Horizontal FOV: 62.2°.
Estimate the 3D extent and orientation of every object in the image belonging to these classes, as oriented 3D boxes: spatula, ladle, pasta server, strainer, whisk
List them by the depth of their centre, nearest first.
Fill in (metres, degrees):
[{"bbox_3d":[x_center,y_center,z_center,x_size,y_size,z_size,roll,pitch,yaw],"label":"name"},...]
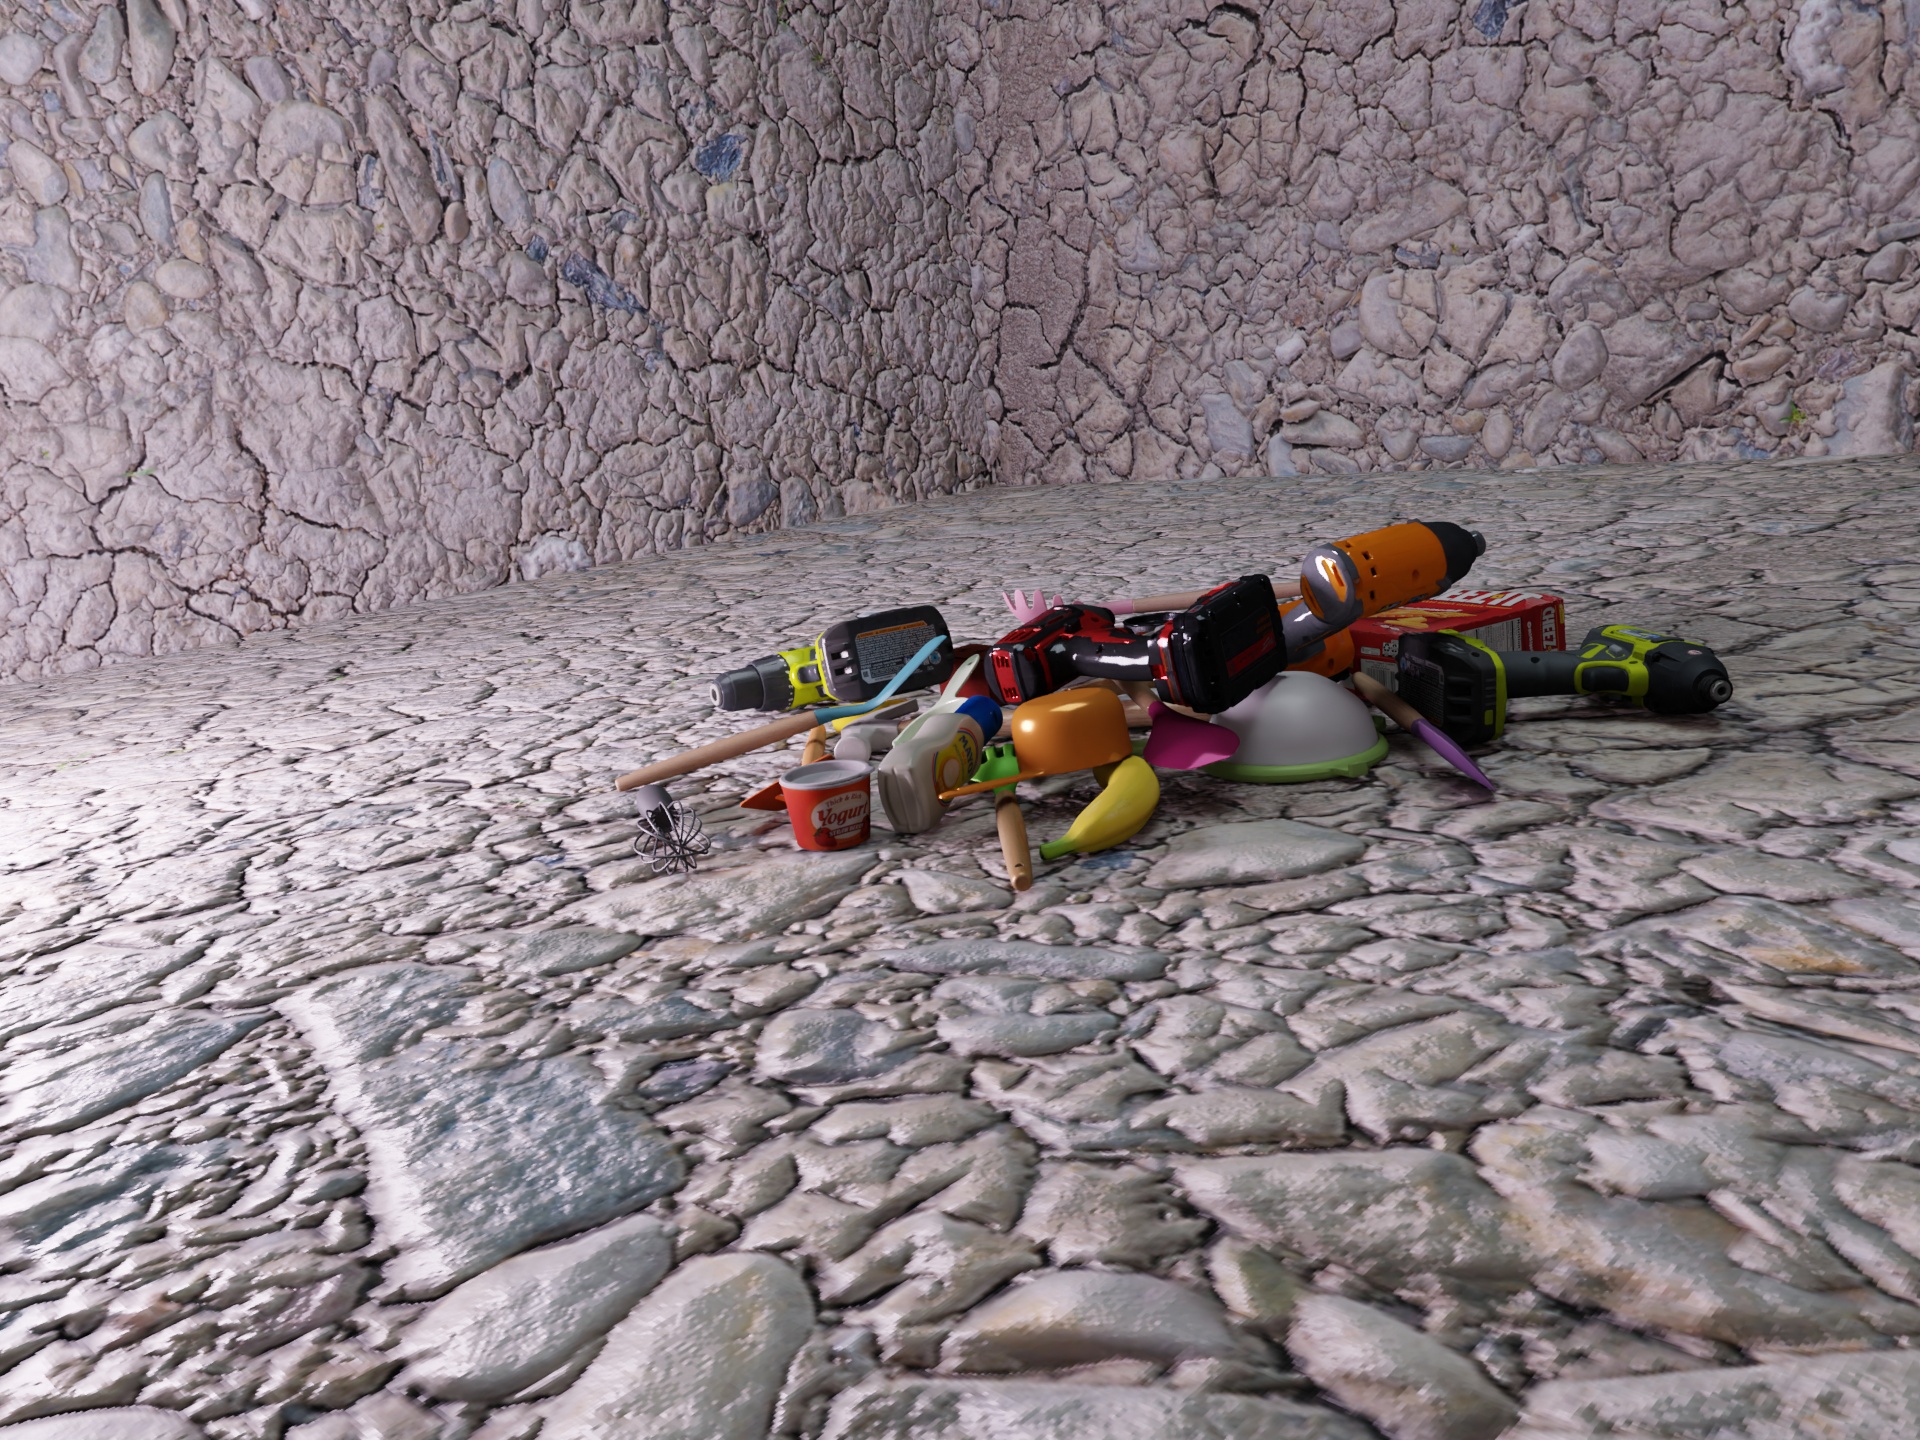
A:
[{"bbox_3d":[-0.229,0.076,1.215,0.055,0.055,0.239,-10,9,-14],"label":"whisk"},{"bbox_3d":[0.348,0.001,1.226,0.018,0.059,0.316,-45,10,9],"label":"spatula"},{"bbox_3d":[0.208,-0.003,1.268,0.256,0.069,0.151,0,14,21],"label":"strainer"},{"bbox_3d":[-0.132,0.031,1.360,0.081,0.041,0.323,-29,11,3],"label":"spatula"},{"bbox_3d":[-0.157,-0.004,1.418,0.317,0.044,0.082,-20,5,-9],"label":"spatula"},{"bbox_3d":[0.196,-0.043,1.439,0.315,0.031,0.069,-13,15,-40],"label":"ladle"},{"bbox_3d":[0.202,-0.127,1.620,0.316,0.040,0.060,-5,2,6],"label":"pasta server"}]

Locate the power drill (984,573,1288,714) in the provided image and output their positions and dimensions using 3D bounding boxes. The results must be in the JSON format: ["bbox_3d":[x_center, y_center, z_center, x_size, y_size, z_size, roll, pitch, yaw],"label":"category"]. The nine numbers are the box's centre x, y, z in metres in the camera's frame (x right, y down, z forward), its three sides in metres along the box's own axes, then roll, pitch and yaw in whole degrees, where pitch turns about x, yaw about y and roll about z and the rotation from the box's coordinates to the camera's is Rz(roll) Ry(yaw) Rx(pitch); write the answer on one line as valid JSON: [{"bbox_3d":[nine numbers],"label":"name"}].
[{"bbox_3d":[0.140,-0.061,1.267,0.220,0.078,0.143,0,22,43],"label":"power drill"}]

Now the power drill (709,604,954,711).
[{"bbox_3d":[-0.128,-0.052,1.583,0.190,0.080,0.228,-13,1,-31],"label":"power drill"}]

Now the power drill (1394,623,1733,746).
[{"bbox_3d":[0.475,-0.033,1.258,0.223,0.080,0.171,-5,12,-6],"label":"power drill"}]

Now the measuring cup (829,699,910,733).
[{"bbox_3d":[-0.078,-0.005,1.549,0.062,0.029,0.156,-6,1,18],"label":"measuring cup"}]

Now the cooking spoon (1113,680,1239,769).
[{"bbox_3d":[0.149,-0.016,1.269,0.069,0.017,0.319,-18,18,-4],"label":"cooking spoon"}]

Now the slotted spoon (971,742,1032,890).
[{"bbox_3d":[0.037,0.064,1.164,0.070,0.031,0.314,-12,14,2],"label":"slotted spoon"}]

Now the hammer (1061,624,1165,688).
[{"bbox_3d":[0.107,-0.071,1.607,0.149,0.036,0.359,-15,7,-8],"label":"hammer"}]

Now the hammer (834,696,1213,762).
[{"bbox_3d":[0.059,0.001,1.418,0.331,0.031,0.130,-5,13,7],"label":"hammer"}]

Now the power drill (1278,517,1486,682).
[{"bbox_3d":[0.316,-0.092,1.301,0.164,0.084,0.226,-17,-14,-24],"label":"power drill"}]

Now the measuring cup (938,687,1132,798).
[{"bbox_3d":[0.049,0.015,1.168,0.173,0.052,0.095,-15,8,-37],"label":"measuring cup"}]

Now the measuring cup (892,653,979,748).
[{"bbox_3d":[-0.002,-0.004,1.355,0.083,0.038,0.168,-23,21,28],"label":"measuring cup"}]
